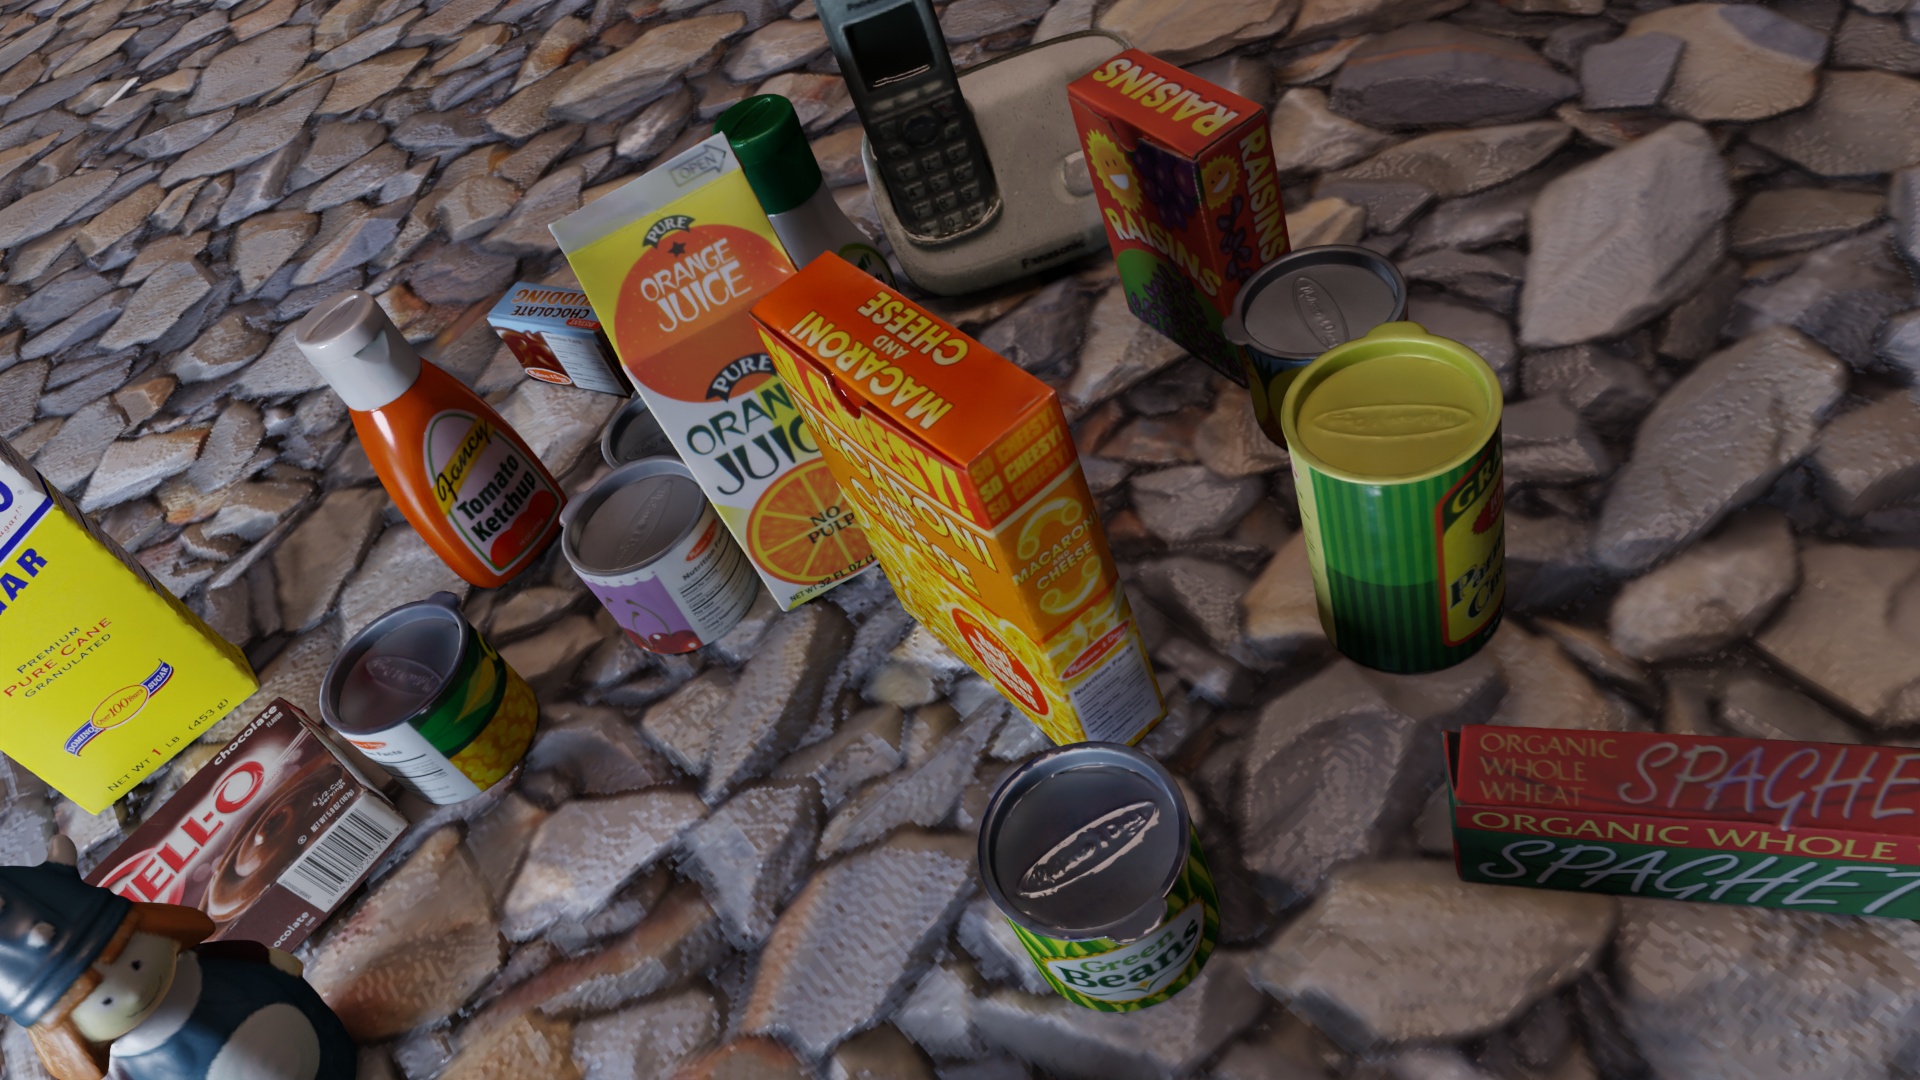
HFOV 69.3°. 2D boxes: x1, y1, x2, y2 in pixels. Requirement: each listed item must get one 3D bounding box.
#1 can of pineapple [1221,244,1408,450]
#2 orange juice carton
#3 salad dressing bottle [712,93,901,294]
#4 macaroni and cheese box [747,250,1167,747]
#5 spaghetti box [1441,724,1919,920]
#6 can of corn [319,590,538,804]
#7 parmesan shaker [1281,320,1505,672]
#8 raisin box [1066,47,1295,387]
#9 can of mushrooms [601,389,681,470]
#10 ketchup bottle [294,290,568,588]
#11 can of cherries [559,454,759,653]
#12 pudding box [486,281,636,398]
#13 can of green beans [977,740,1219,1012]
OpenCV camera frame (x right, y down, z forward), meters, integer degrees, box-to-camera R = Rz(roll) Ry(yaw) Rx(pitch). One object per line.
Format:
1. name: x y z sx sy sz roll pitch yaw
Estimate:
1. can of pineapple: 0.145 -0.076 0.559 0.071 0.057 0.071 -12 47 13
2. orange juice carton: -0.084 -0.066 0.550 0.072 0.191 0.073 -28 46 -2
3. salad dressing bottle: -0.066 -0.130 0.632 0.044 0.147 0.064 17 59 33
4. macaroni and cheese box: 0.002 -0.006 0.480 0.040 0.165 0.124 -40 47 -14
5. spaghetti box: 0.263 0.080 0.377 0.250 0.050 0.029 0 51 22
6. can of corn: -0.219 0.066 0.582 0.071 0.058 0.071 -12 47 13
7. parmesan shaker: 0.149 -0.012 0.469 0.071 0.102 0.072 -12 47 13
8. raisin box: 0.096 -0.135 0.586 0.040 0.123 0.086 -35 46 -9
9. can of mushrooms: -0.134 -0.047 0.665 0.071 0.033 0.071 -12 47 13
10. ketchup bottle: -0.238 -0.046 0.627 0.043 0.148 0.065 16 58 33
11. can of cherries: -0.129 0.006 0.599 0.071 0.058 0.072 -12 47 13
12. pudding box: -0.204 -0.107 0.736 0.084 0.049 0.030 12 56 30
13. can of green beans: 0.045 0.107 0.438 0.071 0.057 0.071 -12 47 13
